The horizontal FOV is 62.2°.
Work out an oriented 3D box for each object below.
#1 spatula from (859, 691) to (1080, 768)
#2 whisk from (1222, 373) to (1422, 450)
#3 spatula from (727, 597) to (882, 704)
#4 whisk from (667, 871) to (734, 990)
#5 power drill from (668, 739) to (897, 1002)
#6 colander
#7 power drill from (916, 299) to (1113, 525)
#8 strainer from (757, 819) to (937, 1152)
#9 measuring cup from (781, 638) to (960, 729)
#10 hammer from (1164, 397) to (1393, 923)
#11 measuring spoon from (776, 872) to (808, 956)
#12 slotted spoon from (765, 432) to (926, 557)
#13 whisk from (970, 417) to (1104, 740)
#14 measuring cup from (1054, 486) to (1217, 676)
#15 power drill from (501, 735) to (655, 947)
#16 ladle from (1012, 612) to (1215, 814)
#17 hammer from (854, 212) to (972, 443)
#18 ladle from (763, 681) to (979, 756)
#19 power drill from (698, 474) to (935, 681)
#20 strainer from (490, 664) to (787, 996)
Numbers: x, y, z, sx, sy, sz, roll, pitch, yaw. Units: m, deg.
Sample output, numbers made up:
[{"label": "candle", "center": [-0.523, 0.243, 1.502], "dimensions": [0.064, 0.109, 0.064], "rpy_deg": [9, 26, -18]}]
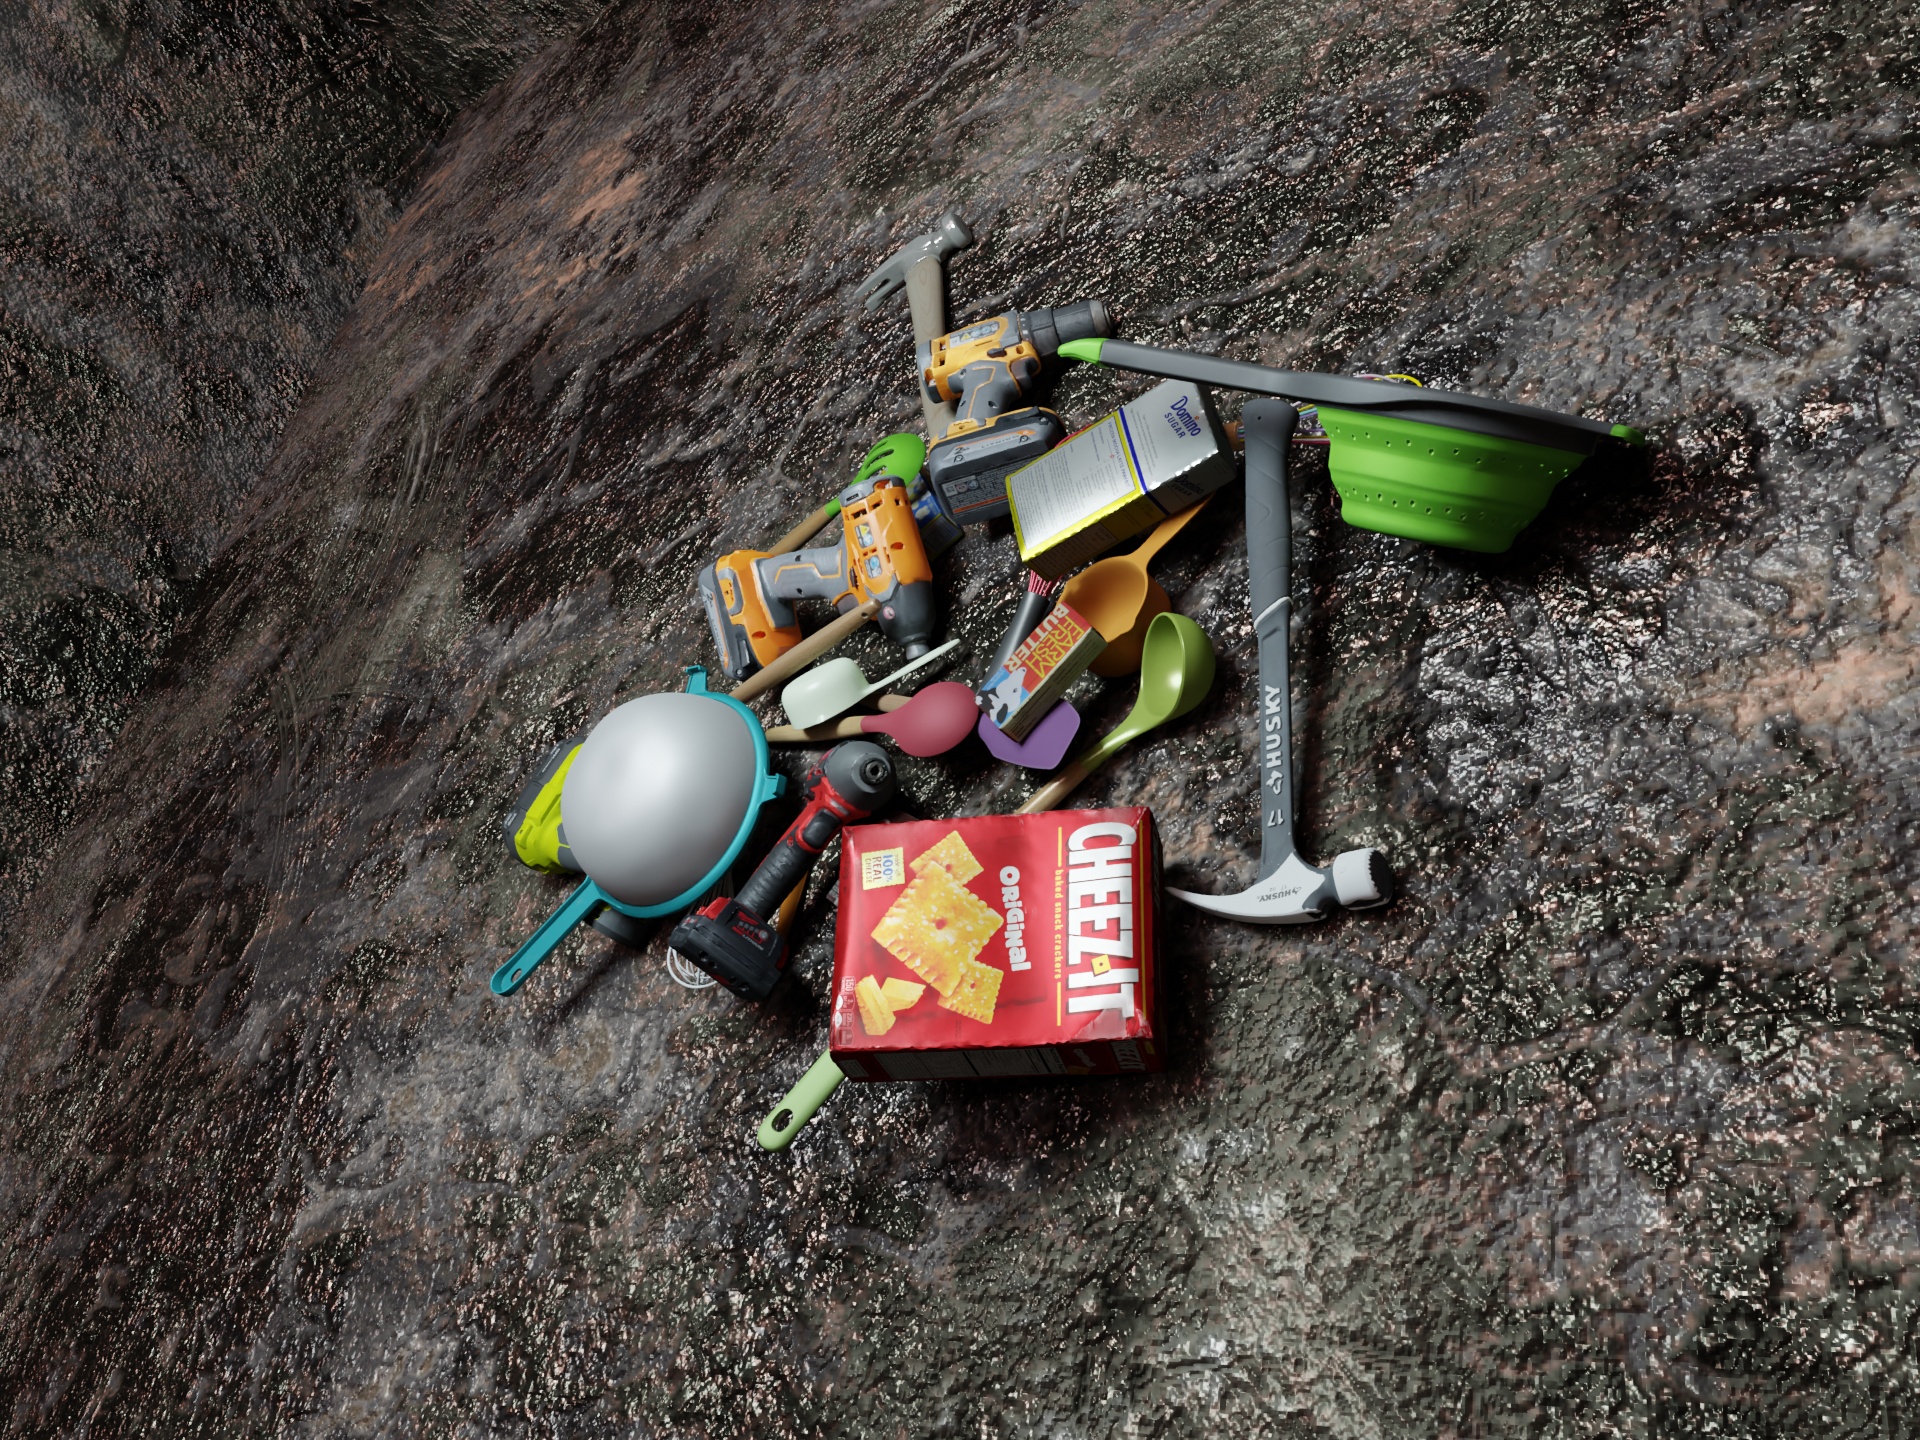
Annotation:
[{"label": "spatula", "center": [-0.002, -0.004, 1.280], "dimensions": [0.316, 0.018, 0.060], "rpy_deg": [11, 69, 57]}, {"label": "whisk", "center": [0.236, -0.225, 1.219], "dimensions": [0.245, 0.051, 0.047], "rpy_deg": [-5, 84, 36]}, {"label": "spatula", "center": [-0.185, -0.037, 1.438], "dimensions": [0.317, 0.082, 0.044], "rpy_deg": [-30, 23, 31]}, {"label": "whisk", "center": [-0.207, 0.127, 1.391], "dimensions": [0.059, 0.057, 0.247], "rpy_deg": [3, 51, 6]}, {"label": "power drill", "center": [-0.129, 0.110, 1.254], "dimensions": [0.220, 0.078, 0.143], "rpy_deg": [-54, 9, -16]}, {"label": "colander", "center": [0.242, -0.185, 1.074], "dimensions": [0.397, 0.204, 0.094], "rpy_deg": [16, 103, 25]}, {"label": "power drill", "center": [0.054, -0.292, 1.438], "dimensions": [0.185, 0.084, 0.226], "rpy_deg": [-15, 46, 13]}, {"label": "strainer", "center": [-0.041, 0.206, 1.116], "dimensions": [0.152, 0.069, 0.256], "rpy_deg": [36, 77, 30]}, {"label": "measuring cup", "center": [-0.080, -0.045, 1.368], "dimensions": [0.167, 0.038, 0.083], "rpy_deg": [-26, 11, 15]}, {"label": "hammer", "center": [0.211, -0.053, 1.092], "dimensions": [0.149, 0.036, 0.409], "rpy_deg": [-18, 55, 36]}, {"label": "measuring spoon", "center": [-0.139, 0.151, 1.327], "dimensions": [0.021, 0.011, 0.117], "rpy_deg": [-13, 47, 29]}, {"label": "slotted spoon", "center": [-0.141, -0.190, 1.548], "dimensions": [0.313, 0.031, 0.070], "rpy_deg": [-31, 49, 43]}, {"label": "whisk", "center": [0.070, -0.118, 1.311], "dimensions": [0.073, 0.073, 0.296], "rpy_deg": [10, 73, 48]}, {"label": "measuring cup", "center": [0.149, -0.107, 1.225], "dimensions": [0.173, 0.052, 0.095], "rpy_deg": [-47, 38, 1]}, {"label": "power drill", "center": [-0.328, 0.100, 1.504], "dimensions": [0.223, 0.080, 0.171], "rpy_deg": [21, 75, 46]}, {"label": "ladle", "center": [0.065, 0.044, 1.179], "dimensions": [0.320, 0.062, 0.078], "rpy_deg": [-43, 31, 13]}, {"label": "hammer", "center": [-0.036, -0.370, 1.636], "dimensions": [0.146, 0.038, 0.411], "rpy_deg": [-32, 42, 24]}, {"label": "ladle", "center": [-0.092, 0.005, 1.355], "dimensions": [0.315, 0.031, 0.069], "rpy_deg": [-7, 53, 54]}, {"label": "power drill", "center": [-0.122, -0.107, 1.440], "dimensions": [0.226, 0.084, 0.164], "rpy_deg": [-20, 85, 34]}, {"label": "strainer", "center": [-0.315, 0.102, 1.372], "dimensions": [0.340, 0.095, 0.211], "rpy_deg": [-47, 47, 5]}]
